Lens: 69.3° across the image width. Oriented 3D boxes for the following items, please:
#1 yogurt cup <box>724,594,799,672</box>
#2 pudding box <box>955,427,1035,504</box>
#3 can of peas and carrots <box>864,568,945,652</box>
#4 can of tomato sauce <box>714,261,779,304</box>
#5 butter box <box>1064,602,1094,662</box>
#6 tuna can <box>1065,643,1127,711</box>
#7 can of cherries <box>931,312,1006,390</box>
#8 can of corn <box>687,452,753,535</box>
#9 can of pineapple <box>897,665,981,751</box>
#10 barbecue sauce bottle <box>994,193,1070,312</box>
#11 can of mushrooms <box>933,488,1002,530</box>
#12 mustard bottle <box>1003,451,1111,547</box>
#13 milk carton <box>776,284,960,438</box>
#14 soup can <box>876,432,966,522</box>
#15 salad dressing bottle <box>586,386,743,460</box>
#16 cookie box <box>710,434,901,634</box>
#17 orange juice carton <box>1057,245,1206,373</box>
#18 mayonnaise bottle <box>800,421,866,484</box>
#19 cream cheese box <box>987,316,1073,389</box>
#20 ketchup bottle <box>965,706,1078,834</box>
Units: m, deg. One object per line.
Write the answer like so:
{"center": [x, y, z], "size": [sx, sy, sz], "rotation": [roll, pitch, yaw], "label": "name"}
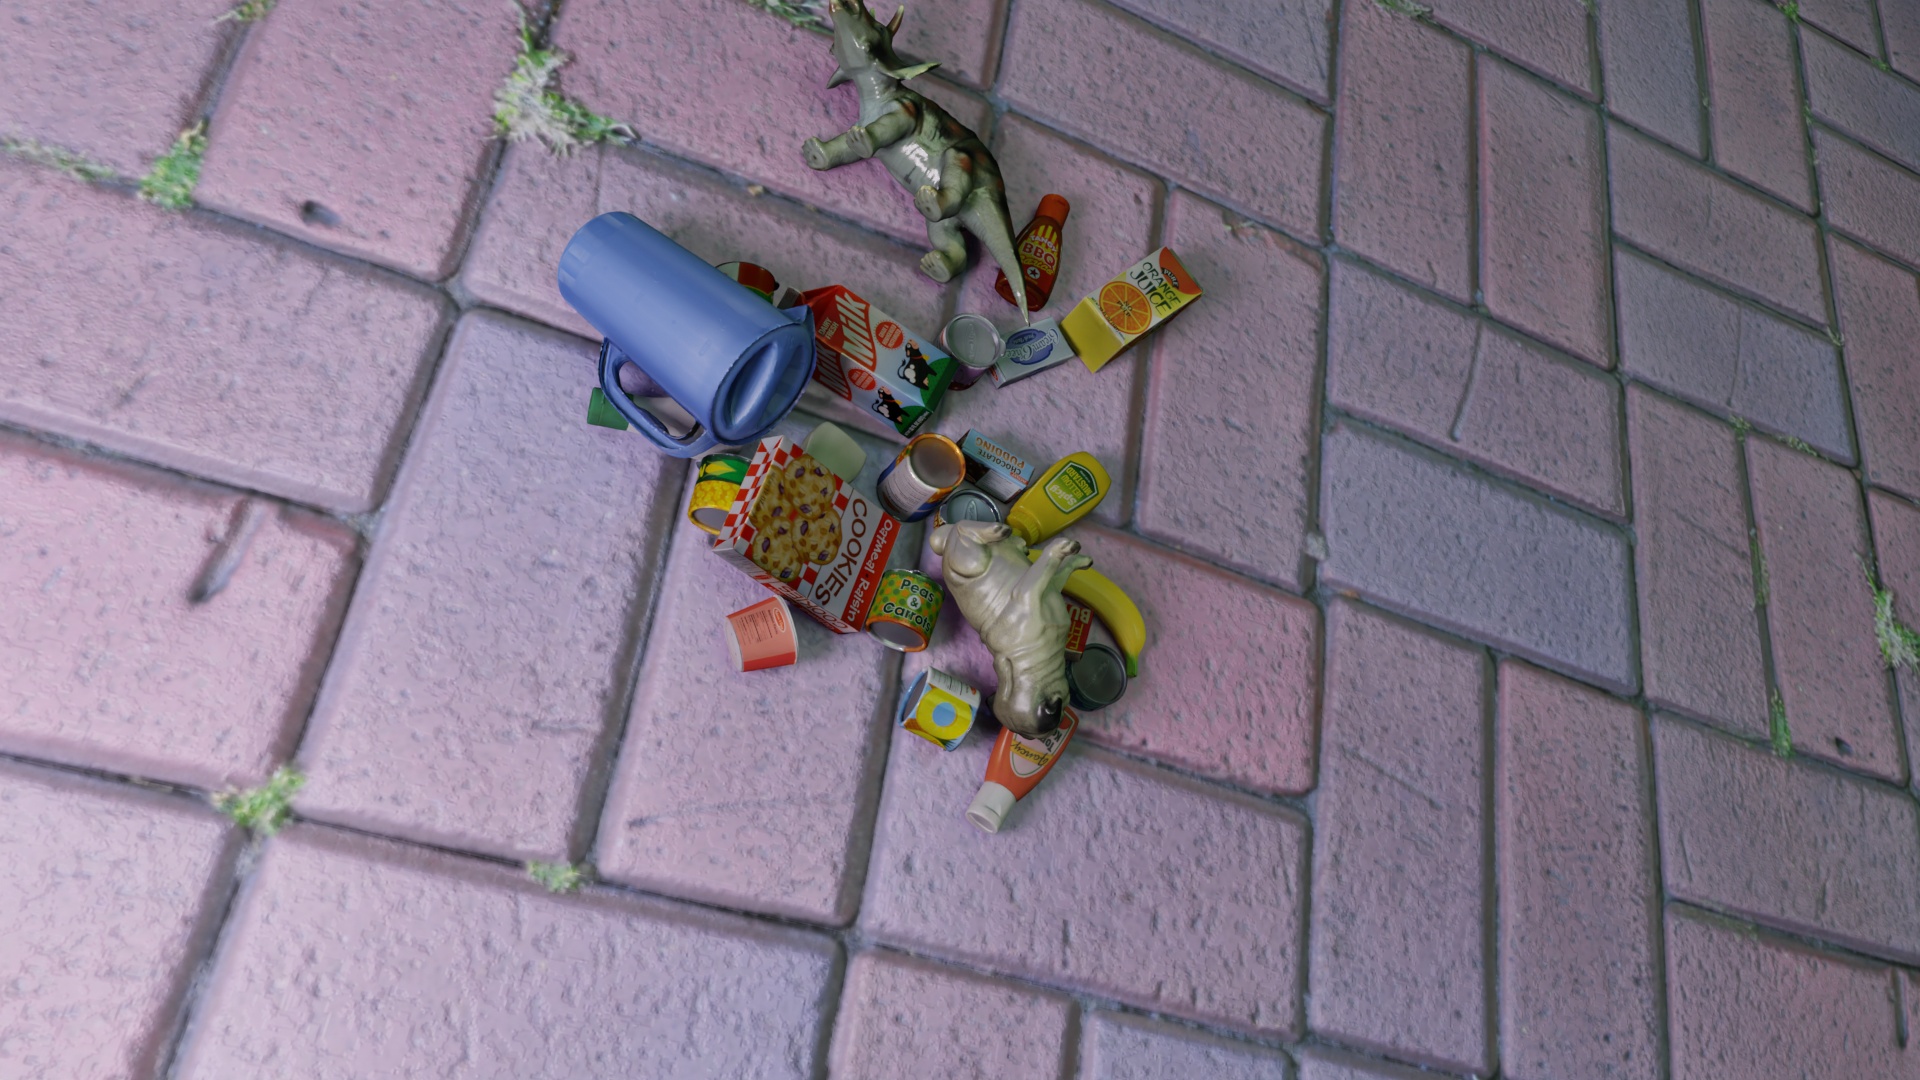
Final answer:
{"center": [-0.186, 0.089, 1.290], "size": [0.054, 0.072, 0.072], "rotation": [-15, 77, -21], "label": "yogurt cup"}
{"center": [0.030, -0.078, 1.468], "size": [0.083, 0.049, 0.030], "rotation": [31, 58, -11], "label": "pudding box"}
{"center": [-0.053, 0.068, 1.356], "size": [0.071, 0.070, 0.059], "rotation": [26, 61, -14], "label": "can of peas and carrots"}
{"center": [-0.221, -0.228, 1.402], "size": [0.071, 0.071, 0.083], "rotation": [10, 66, -21], "label": "can of tomato sauce"}
{"center": [0.080, 0.085, 1.419], "size": [0.103, 0.024, 0.053], "rotation": [14, 62, 6], "label": "butter box"}
{"center": [0.135, 0.140, 1.438], "size": [0.071, 0.032, 0.071], "rotation": [9, 66, -22], "label": "tuna can"}
{"center": [0.005, -0.202, 1.503], "size": [0.071, 0.058, 0.072], "rotation": [10, 65, -22], "label": "can of cherries"}
{"center": [-0.224, -0.043, 1.325], "size": [0.071, 0.071, 0.058], "rotation": [19, 63, -17], "label": "can of corn"}
{"center": [-0.022, 0.163, 1.336], "size": [0.058, 0.070, 0.071], "rotation": [28, 60, -12], "label": "can of pineapple"}
{"center": [0.090, -0.337, 1.607], "size": [0.065, 0.043, 0.149], "rotation": [27, 60, -12], "label": "barbecue sauce bottle"}
{"center": [0.005, -0.018, 1.441], "size": [0.071, 0.033, 0.071], "rotation": [9, 67, -22], "label": "can of mushrooms"}
{"center": [0.093, -0.034, 1.480], "size": [0.065, 0.048, 0.161], "rotation": [48, 57, 4], "label": "mustard bottle"}
{"center": [-0.106, -0.195, 1.439], "size": [0.190, 0.072, 0.074], "rotation": [32, 60, -10], "label": "milk carton"}
{"center": [-0.038, -0.065, 1.411], "size": [0.071, 0.083, 0.071], "rotation": [10, 65, -22], "label": "soup can"}
{"center": [-0.283, -0.116, 1.340], "size": [0.148, 0.043, 0.064], "rotation": [11, 66, -19], "label": "salad dressing bottle"}
{"center": [-0.142, -0.003, 1.321], "size": [0.167, 0.040, 0.123], "rotation": [38, 61, -36], "label": "cookie box"}
{"center": [0.210, -0.278, 1.622], "size": [0.193, 0.072, 0.072], "rotation": [-36, 87, -32], "label": "orange juice carton"}
{"center": [-0.155, -0.047, 1.374], "size": [0.064, 0.041, 0.149], "rotation": [41, 59, -13], "label": "mayonnaise bottle"}
{"center": [0.073, -0.211, 1.558], "size": [0.104, 0.024, 0.053], "rotation": [-24, 82, -31], "label": "cream cheese box"}
{"center": [0.057, 0.218, 1.363], "size": [0.065, 0.043, 0.149], "rotation": [38, 59, -3], "label": "ketchup bottle"}
